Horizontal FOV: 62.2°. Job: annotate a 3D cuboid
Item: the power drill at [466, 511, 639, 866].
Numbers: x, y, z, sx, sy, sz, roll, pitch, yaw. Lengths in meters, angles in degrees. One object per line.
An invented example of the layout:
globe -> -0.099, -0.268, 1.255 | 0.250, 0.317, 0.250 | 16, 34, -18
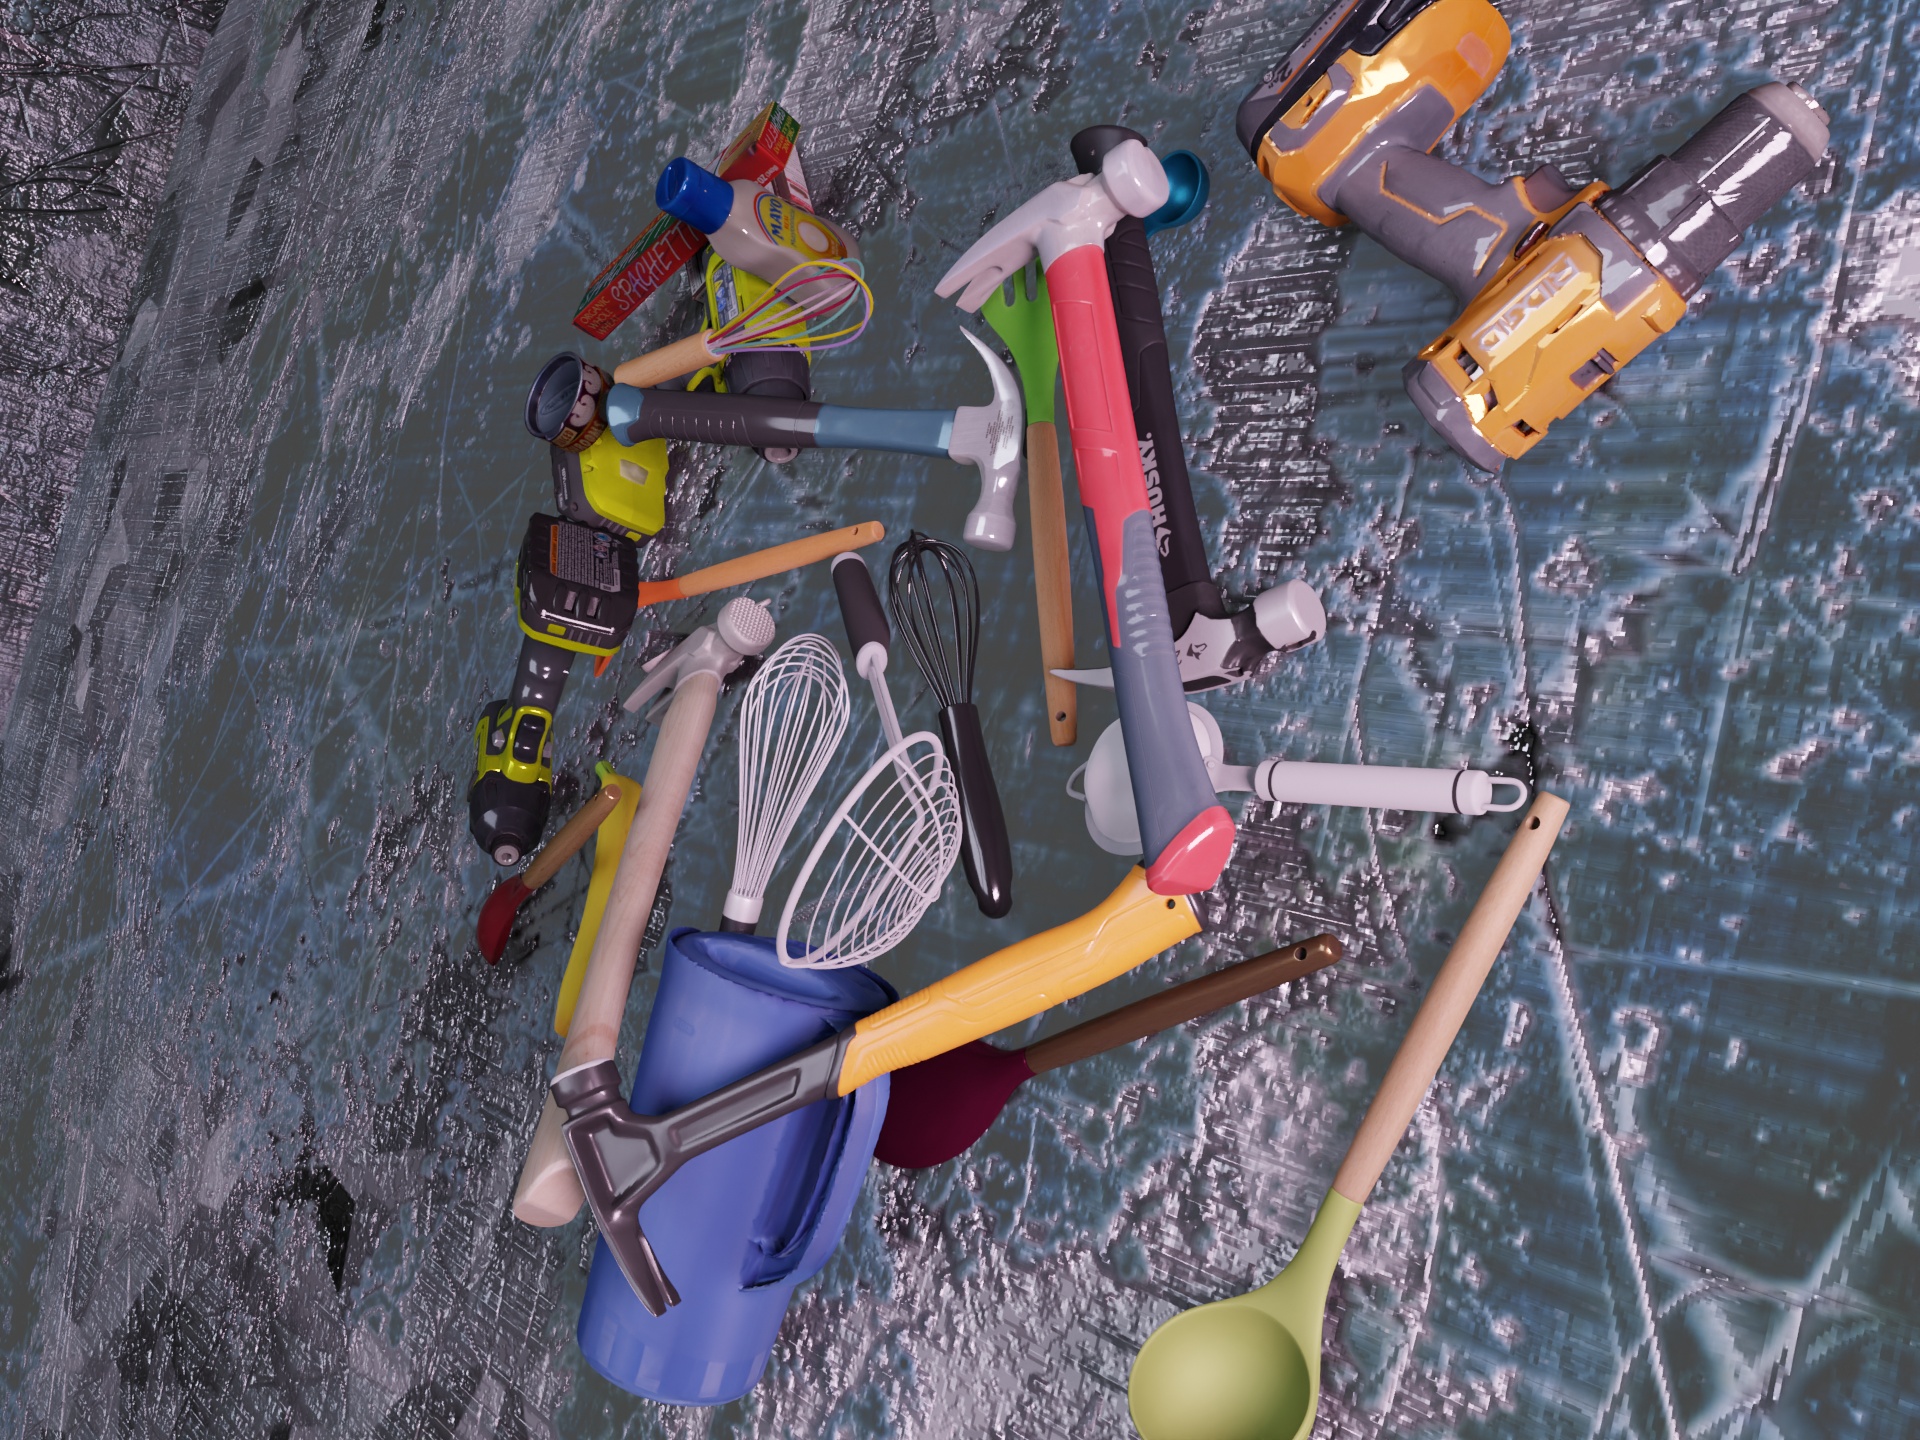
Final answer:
power drill -> -0.298, -0.018, 1.133 | 0.171, 0.080, 0.223 | -110, 40, -55

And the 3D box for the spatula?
spatula -> -0.169, -0.096, 1.114 | 0.322, 0.041, 0.081 | -10, 68, 39

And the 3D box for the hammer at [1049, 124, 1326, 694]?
hammer -> 0.094, -0.171, 0.841 | 0.146, 0.035, 0.335 | -23, 65, 39

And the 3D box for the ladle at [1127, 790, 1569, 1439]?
ladle -> 0.165, 0.171, 0.655 | 0.078, 0.062, 0.320 | 31, 97, 46

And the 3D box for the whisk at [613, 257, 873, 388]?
whisk -> -0.149, -0.255, 1.039 | 0.245, 0.047, 0.051 | -7, 75, 41

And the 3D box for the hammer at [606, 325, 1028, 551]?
hammer -> -0.097, -0.185, 1.002 | 0.331, 0.033, 0.128 | 10, 84, 31

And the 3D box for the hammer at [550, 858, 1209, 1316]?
hammer -> -0.032, 0.163, 0.773 | 0.337, 0.034, 0.127 | -27, 77, 6

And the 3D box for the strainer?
strainer -> 0.139, 0.026, 0.744 | 0.258, 0.050, 0.087 | 2, 64, 43

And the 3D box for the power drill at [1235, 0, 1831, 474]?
power drill -> 0.242, -0.246, 0.701 | 0.185, 0.084, 0.226 | -43, 54, 27

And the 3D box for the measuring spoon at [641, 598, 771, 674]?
measuring spoon -> -0.174, -0.055, 1.106 | 0.124, 0.034, 0.018 | -23, 100, 33

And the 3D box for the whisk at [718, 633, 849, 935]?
whisk -> -0.127, 0.084, 0.983 | 0.070, 0.070, 0.284 | 21, 97, 47

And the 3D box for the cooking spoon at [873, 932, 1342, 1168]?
cooking spoon -> 0.055, 0.162, 0.796 | 0.319, 0.017, 0.069 | -30, 57, 37

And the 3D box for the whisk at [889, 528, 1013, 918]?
whisk -> -0.002, -0.002, 0.895 | 0.055, 0.055, 0.239 | -29, 62, 36

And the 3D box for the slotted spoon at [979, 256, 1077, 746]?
slotted spoon -> 0.049, -0.140, 0.884 | 0.070, 0.031, 0.314 | -6, 77, 14

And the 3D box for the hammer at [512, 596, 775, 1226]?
hammer -> -0.202, 0.107, 0.965 | 0.146, 0.038, 0.411 | -35, 34, 39

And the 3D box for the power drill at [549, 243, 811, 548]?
power drill -> -0.195, -0.223, 1.144 | 0.228, 0.080, 0.191 | -32, 56, 32

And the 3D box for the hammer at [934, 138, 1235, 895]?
hammer -> 0.066, -0.098, 0.790 | 0.143, 0.038, 0.387 | -25, 61, 38

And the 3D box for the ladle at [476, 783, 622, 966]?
ladle -> -0.285, 0.102, 1.088 | 0.315, 0.031, 0.069 | -38, 35, 53

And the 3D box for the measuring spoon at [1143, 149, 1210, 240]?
measuring spoon -> 0.100, -0.263, 0.901 | 0.128, 0.021, 0.042 | -51, 49, 33

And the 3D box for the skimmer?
skimmer -> -0.066, -0.008, 0.854 | 0.364, 0.090, 0.127 | -109, 35, -56
